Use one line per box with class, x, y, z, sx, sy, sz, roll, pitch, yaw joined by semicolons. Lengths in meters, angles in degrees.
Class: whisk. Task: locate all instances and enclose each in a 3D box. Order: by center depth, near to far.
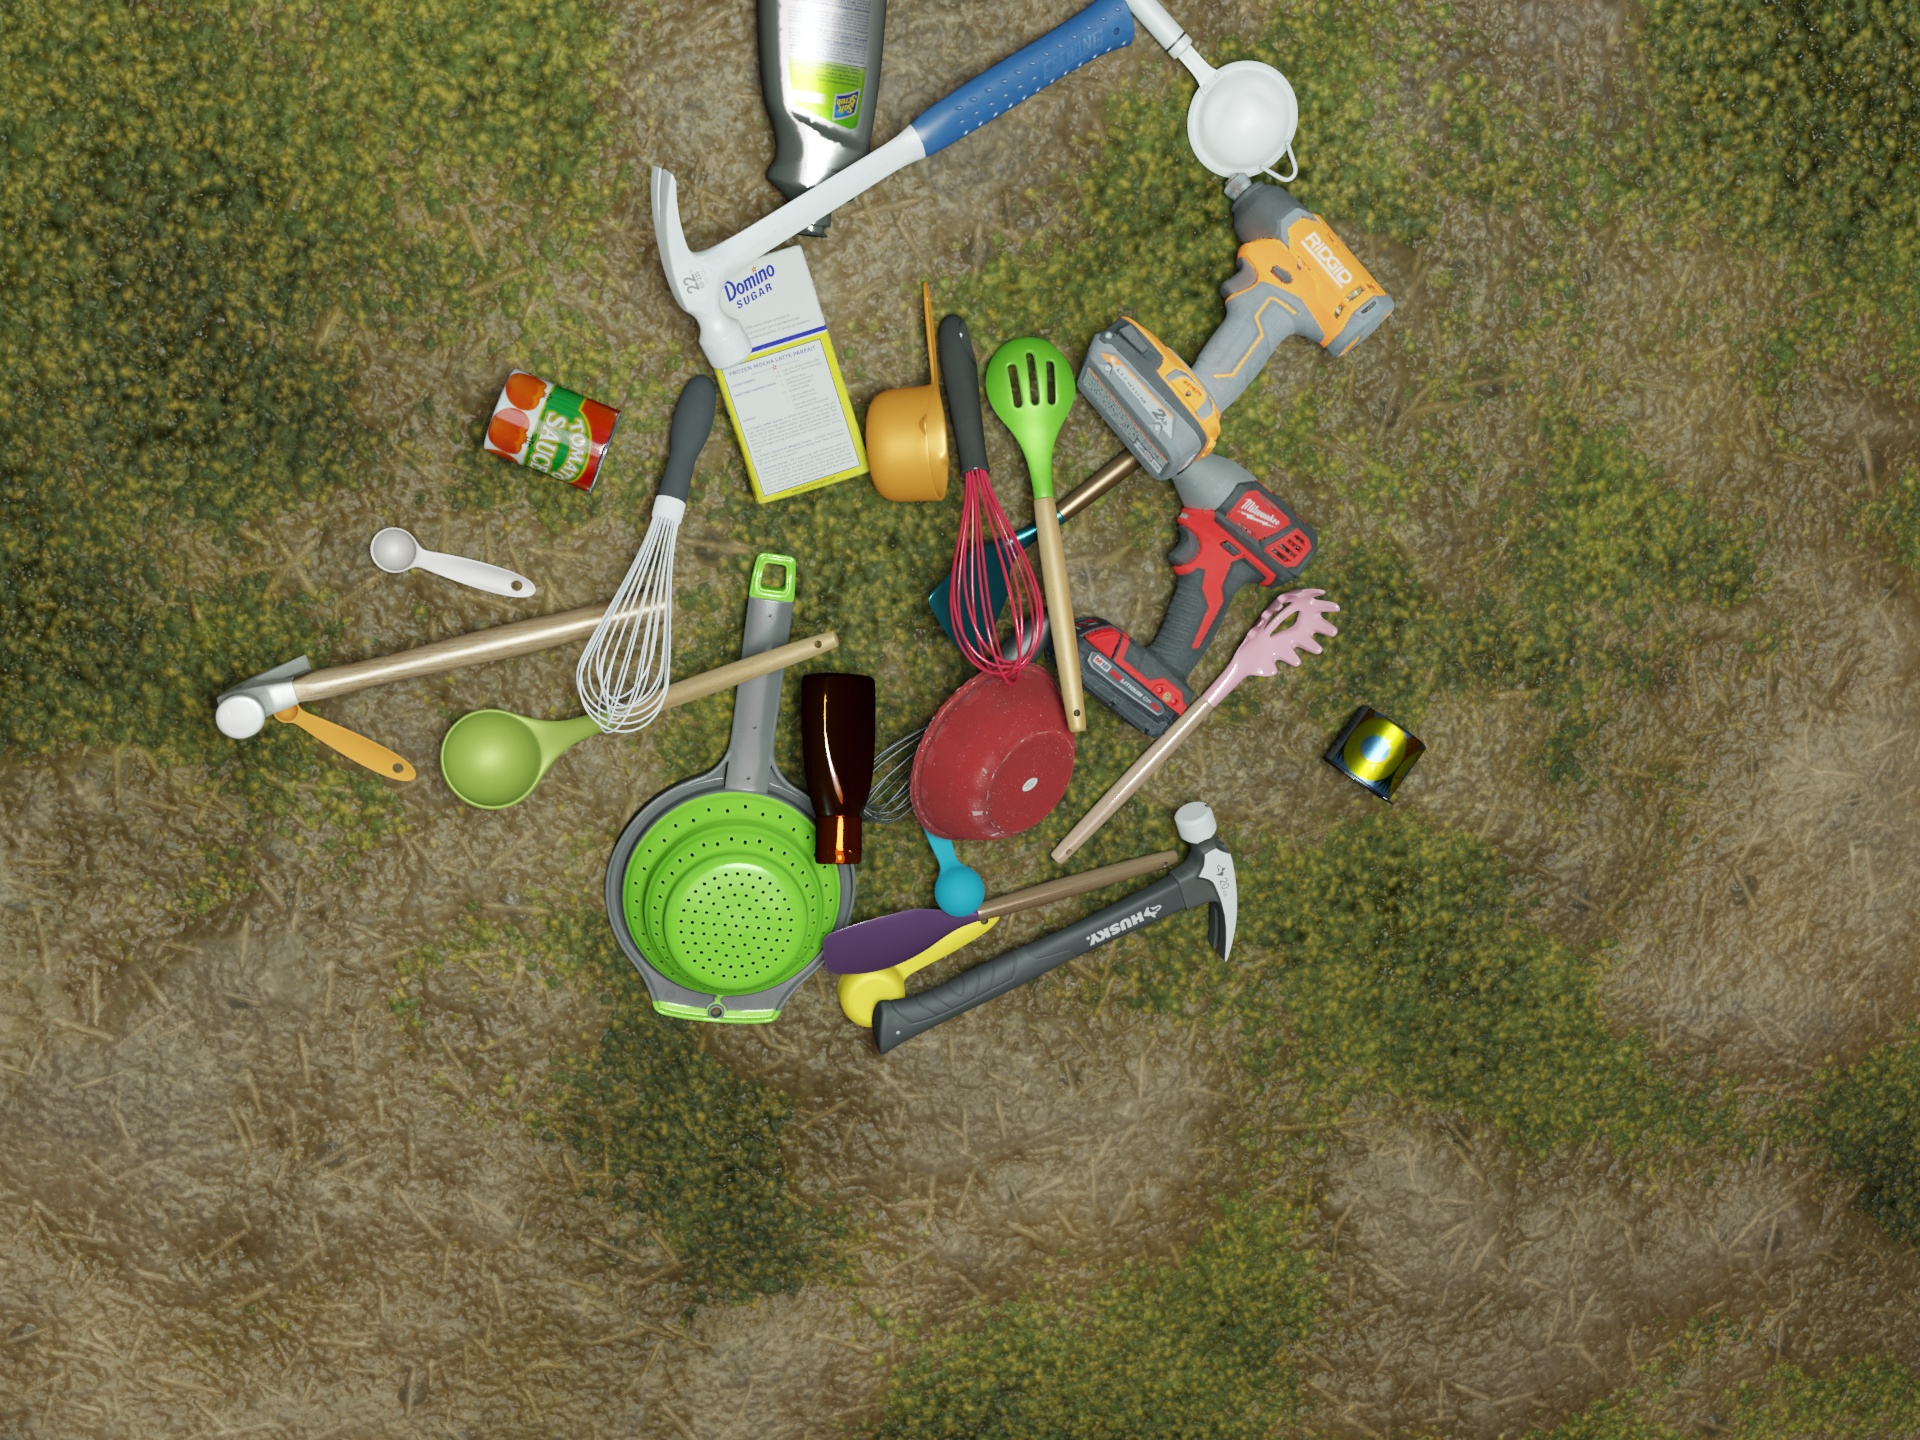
whisk;-0.227;-0.127;1.189;0.070;0.070;0.285;15;78;-13
whisk;0.014;-0.170;1.214;0.073;0.073;0.296;-7;81;-8
whisk;-0.003;-0.005;1.282;0.055;0.055;0.239;42;96;-16

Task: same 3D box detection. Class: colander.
colander;-0.169;0.069;1.254;0.204;0.094;0.397;7;102;-12

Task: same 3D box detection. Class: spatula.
spatula;0.106;-0.175;1.275;0.317;0.044;0.082;-38;130;-2
spatula;0.037;0.156;1.334;0.316;0.018;0.059;-15;128;-14

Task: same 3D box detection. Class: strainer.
strainer;0.172;-0.508;1.215;0.258;0.050;0.087;43;107;-13

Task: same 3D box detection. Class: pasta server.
pasta server;0.191;0.007;1.335;0.316;0.040;0.060;-46;117;3

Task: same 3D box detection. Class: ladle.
ladle;-0.245;-0.010;1.214;0.320;0.062;0.078;-19;95;6

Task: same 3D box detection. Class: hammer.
hammer;-0.042;-0.420;1.152;0.405;0.035;0.143;-36;131;-12
hammer;-0.378;-0.051;1.192;0.331;0.130;0.031;-15;105;-18
hammer;0.080;0.197;1.337;0.335;0.035;0.146;-25;119;-6

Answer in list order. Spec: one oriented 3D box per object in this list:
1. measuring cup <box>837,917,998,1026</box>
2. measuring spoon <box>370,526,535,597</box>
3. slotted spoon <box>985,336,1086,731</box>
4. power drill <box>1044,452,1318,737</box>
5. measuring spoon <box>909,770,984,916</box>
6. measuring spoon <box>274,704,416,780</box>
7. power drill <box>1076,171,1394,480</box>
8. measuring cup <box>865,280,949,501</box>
measuring cup;-0.033;0.206;1.343;0.156;0.029;0.062;-32;106;0
measuring spoon;-0.387;-0.118;1.218;0.124;0.018;0.034;17;99;-20
slotted spoon;0.071;-0.147;1.234;0.070;0.031;0.314;-8;88;-5
power drill;0.174;-0.108;1.288;0.143;0.079;0.219;38;91;-16
measuring spoon;-0.014;0.099;1.304;0.042;0.021;0.129;-19;84;-18
measuring spoon;-0.476;0.015;1.233;0.116;0.011;0.021;31;95;-19
power drill;0.201;-0.312;1.232;0.226;0.084;0.164;-39;87;-8
measuring cup;-0.044;-0.252;1.223;0.052;0.095;0.174;-4;82;10
